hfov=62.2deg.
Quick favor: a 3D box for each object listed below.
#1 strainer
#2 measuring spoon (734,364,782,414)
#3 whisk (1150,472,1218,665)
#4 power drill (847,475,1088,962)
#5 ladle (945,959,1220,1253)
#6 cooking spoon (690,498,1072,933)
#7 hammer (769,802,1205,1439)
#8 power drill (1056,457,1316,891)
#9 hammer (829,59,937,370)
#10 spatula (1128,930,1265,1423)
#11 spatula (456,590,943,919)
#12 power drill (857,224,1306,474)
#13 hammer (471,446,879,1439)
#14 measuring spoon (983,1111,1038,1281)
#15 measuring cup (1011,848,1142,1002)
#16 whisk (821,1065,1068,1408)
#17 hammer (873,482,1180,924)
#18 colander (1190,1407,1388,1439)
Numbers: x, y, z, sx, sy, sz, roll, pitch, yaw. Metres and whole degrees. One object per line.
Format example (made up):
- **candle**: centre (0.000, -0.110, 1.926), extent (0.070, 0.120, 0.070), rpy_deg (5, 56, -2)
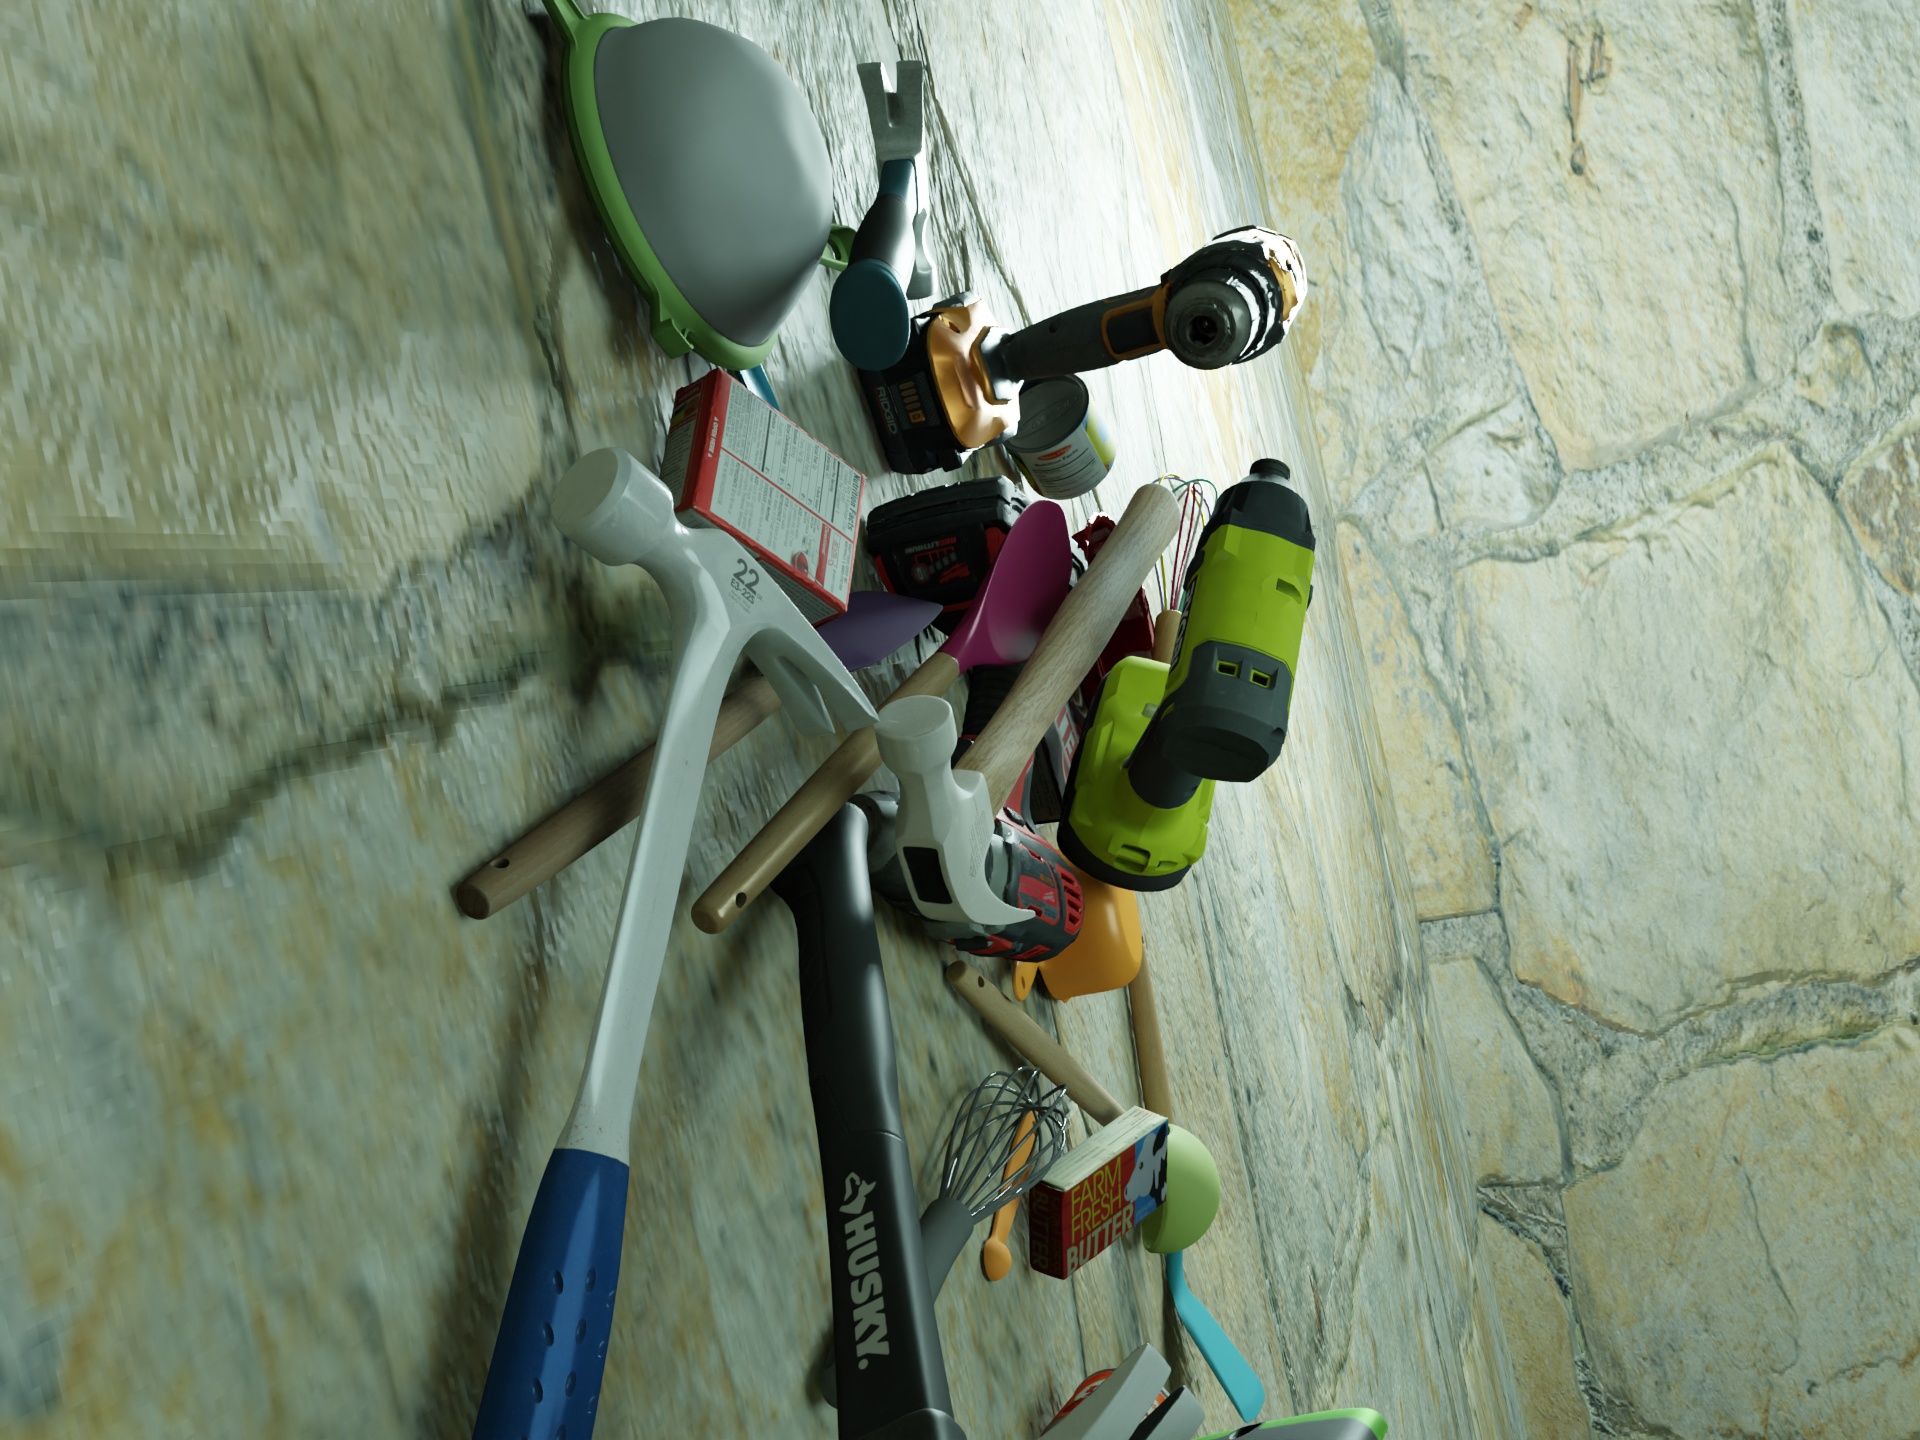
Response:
- **strainer**: centre (-0.075, -0.233, 0.702), extent (0.256, 0.069, 0.151), rpy_deg (-23, 95, -69)
- **measuring spoon**: centre (-0.091, -0.129, 0.705), extent (0.128, 0.021, 0.042), rpy_deg (67, 27, -5)
- **whisk**: centre (0.150, -0.084, 1.098), extent (0.047, 0.051, 0.245), rpy_deg (65, 27, -46)
- **power drill**: centre (-0.001, -0.002, 0.780), extent (0.187, 0.080, 0.227), rpy_deg (32, 54, -55)
- **ladle**: centre (0.067, 0.218, 0.900), extent (0.319, 0.062, 0.078), rpy_deg (49, 40, -40)
- **cooking spoon**: centre (-0.019, -0.011, 0.676), extent (0.319, 0.017, 0.068), rpy_deg (-49, 135, -47)
- **hammer**: centre (-0.028, 0.129, 0.517), extent (0.035, 0.146, 0.335), rpy_deg (57, 9, -31)
- **power drill**: centre (0.122, -0.017, 0.828), extent (0.223, 0.080, 0.171), rpy_deg (111, -4, -60)
- **hammer**: centre (-0.033, -0.226, 0.736), extent (0.331, 0.033, 0.128), rpy_deg (-89, 175, -62)
- **spatula**: centre (0.146, 0.288, 1.043), extent (0.082, 0.044, 0.318), rpy_deg (26, 54, -68)
- **spatula**: centre (-0.088, -0.002, 0.604), extent (0.316, 0.060, 0.018), rpy_deg (-45, 143, -60)
- **power drill**: centre (0.062, -0.194, 0.825), extent (0.185, 0.226, 0.084), rpy_deg (-54, 129, -62)
- **hammer**: centre (-0.100, 0.119, 0.464), extent (0.143, 0.035, 0.406), rpy_deg (41, 46, -44)
- **measuring spoon**: centre (0.030, 0.240, 0.816), extent (0.117, 0.011, 0.021), rpy_deg (-64, 137, -58)
- **measuring cup**: centre (0.066, 0.122, 0.887), extent (0.173, 0.052, 0.095), rpy_deg (-34, 112, -76)
- **whisk**: centre (-0.002, 0.220, 0.699), extent (0.239, 0.055, 0.055), rpy_deg (-38, 115, -63)
- **hammer**: centre (0.047, -0.025, 0.744), extent (0.331, 0.031, 0.130), rpy_deg (-55, 142, -50)
- **colander**: centre (-0.037, 0.283, 0.302), extent (0.397, 0.204, 0.094), rpy_deg (-21, 75, -39)
